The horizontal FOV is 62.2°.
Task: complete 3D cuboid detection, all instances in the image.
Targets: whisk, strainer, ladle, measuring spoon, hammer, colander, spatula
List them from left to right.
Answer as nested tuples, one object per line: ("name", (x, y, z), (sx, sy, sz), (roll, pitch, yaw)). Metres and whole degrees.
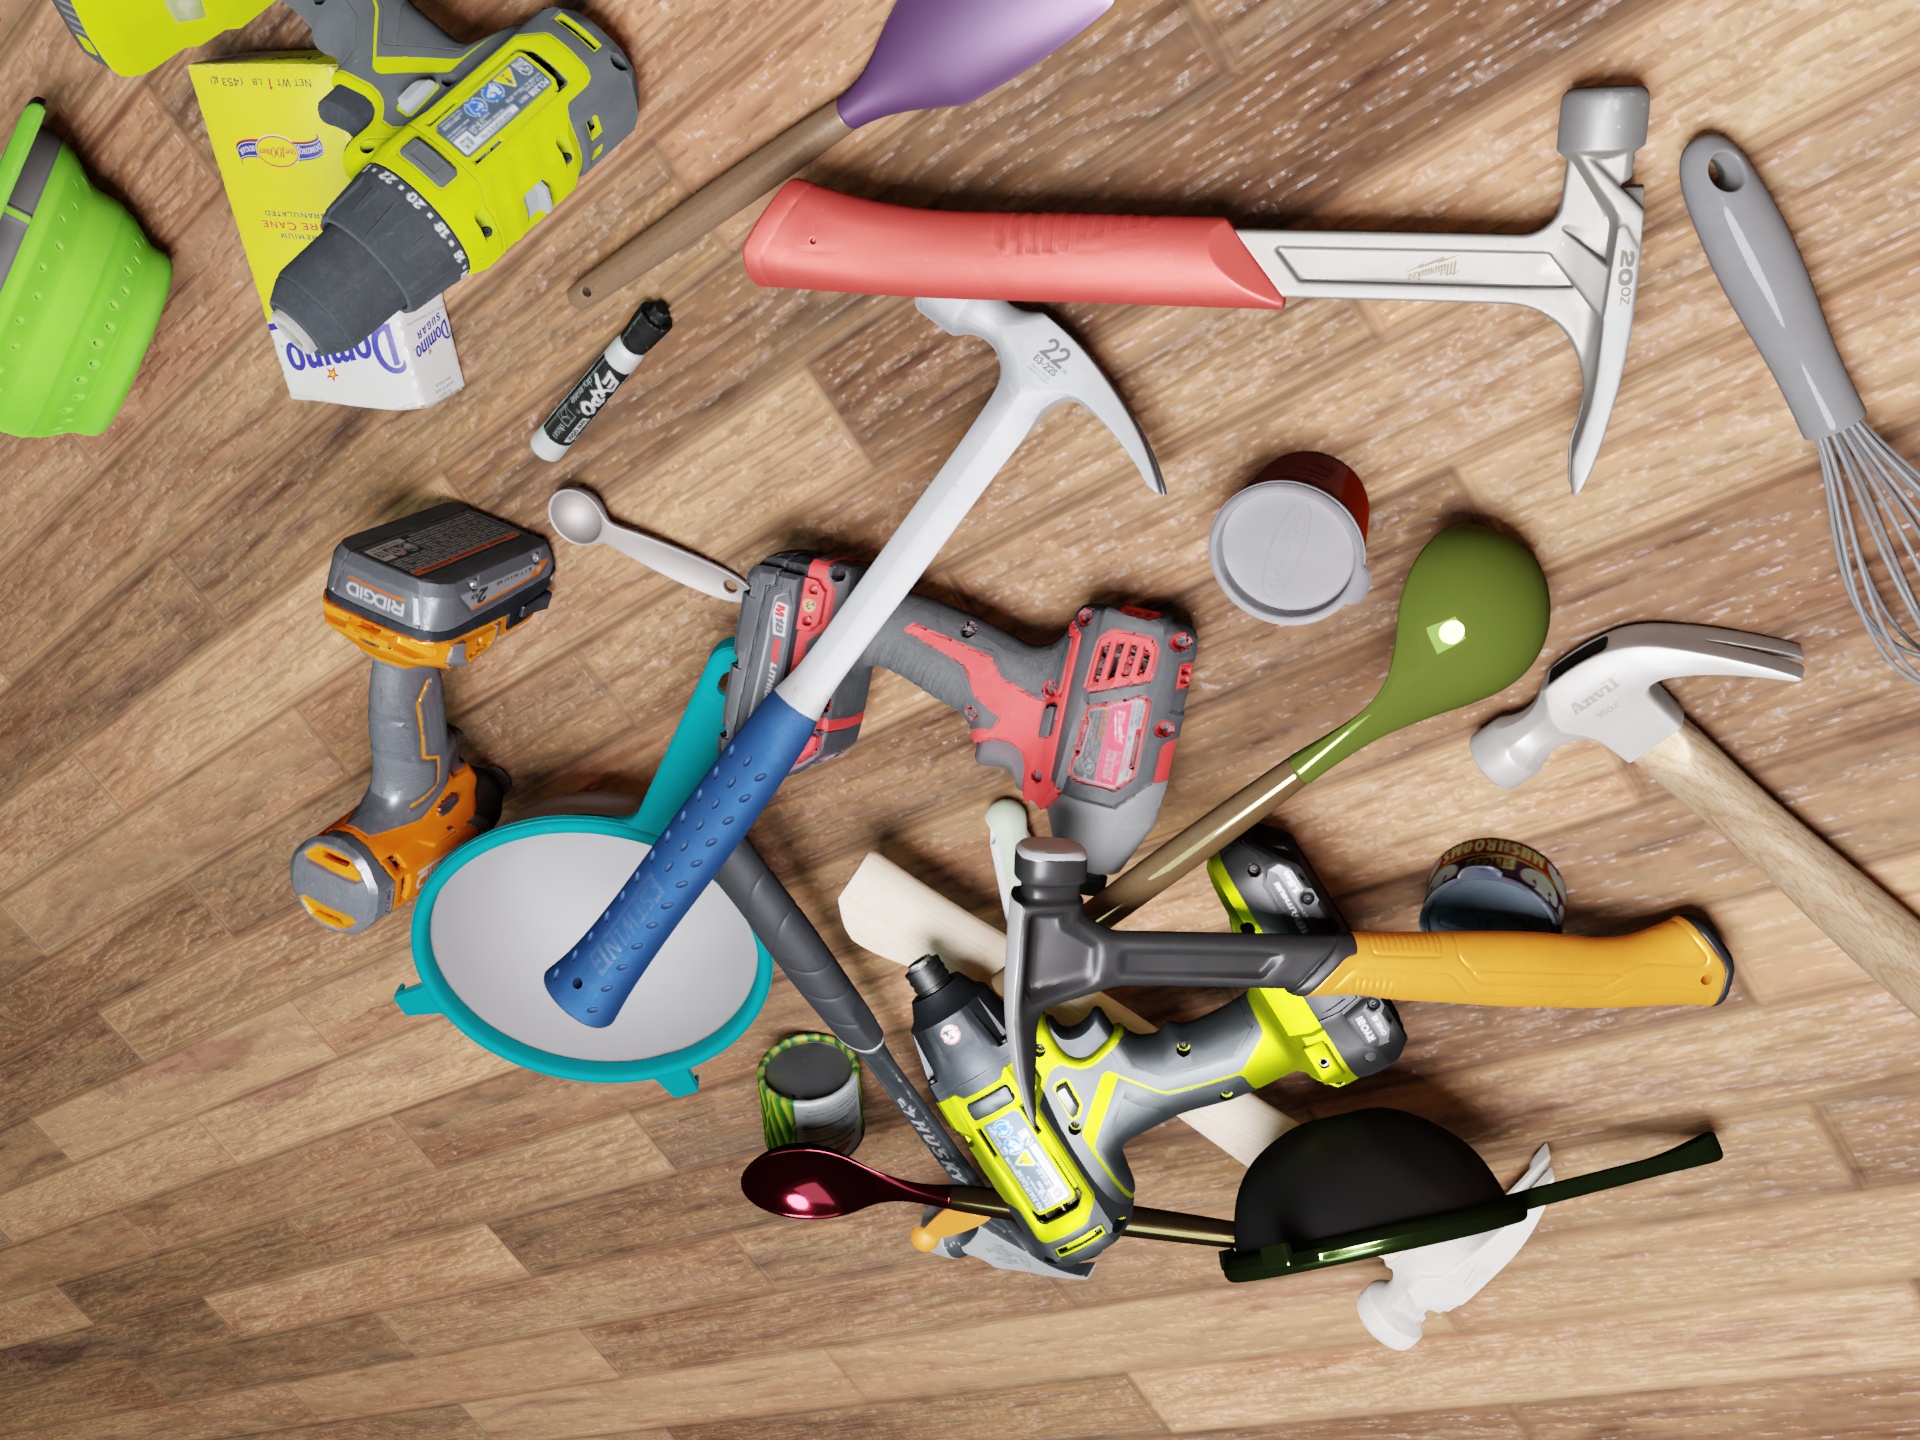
("colander", (-0.547, -0.208, 0.928), (0.094, 0.205, 0.397), (23, 156, -34))
("strainer", (-0.189, 0.069, 0.939), (0.211, 0.095, 0.340), (21, 120, -16))
("measuring spoon", (-0.168, -0.096, 0.875), (0.124, 0.018, 0.034), (25, 128, 0))
("spatula", (-0.071, -0.262, 0.714), (0.316, 0.018, 0.059), (-22, 109, 33))
("hammer", (-0.067, -0.012, 0.749), (0.144, 0.035, 0.405), (39, 103, 7))
("hammer", (-0.047, 0.199, 0.933), (0.149, 0.036, 0.408), (-1, 130, 42))
("measuring spoon", (-0.007, 0.316, 0.992), (0.021, 0.011, 0.117), (38, 145, -1))
("ladle", (0.020, 0.278, 0.917), (0.315, 0.031, 0.069), (1, 130, 21))
("whisk", (0.044, 0.155, 0.916), (0.059, 0.058, 0.246), (-14, 114, -6))
("hammer", (0.083, -0.178, 0.651), (0.359, 0.037, 0.149), (6, 112, 16))
("hammer", (0.119, 0.187, 0.869), (0.410, 0.038, 0.146), (33, 114, -2))
("ladle", (0.130, 0.029, 0.729), (0.320, 0.062, 0.078), (-40, 131, 23))
("hammer", (0.187, 0.119, 0.725), (0.337, 0.034, 0.127), (1, 102, -6))
("strainer", (0.249, 0.219, 0.795), (0.256, 0.069, 0.151), (-13, 161, -3))
("whisk", (0.333, -0.115, 0.601), (0.055, 0.055, 0.239), (-25, 103, 35))
("hammer", (0.394, 0.080, 0.706), (0.331, 0.031, 0.130), (40, 129, -4))

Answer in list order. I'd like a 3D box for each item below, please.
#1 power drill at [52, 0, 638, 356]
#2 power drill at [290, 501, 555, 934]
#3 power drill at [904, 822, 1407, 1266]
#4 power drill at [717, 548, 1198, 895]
("power drill", (-0.285, -0.283, 0.703), (0.228, 0.190, 0.080), (40, 163, 3))
("power drill", (-0.303, -0.005, 0.922), (0.084, 0.164, 0.226), (22, 115, 11))
("power drill", (0.093, 0.154, 0.807), (0.223, 0.080, 0.171), (-32, 93, 11))
("power drill", (-0.001, -0.003, 0.790), (0.220, 0.078, 0.143), (13, 100, 15))
